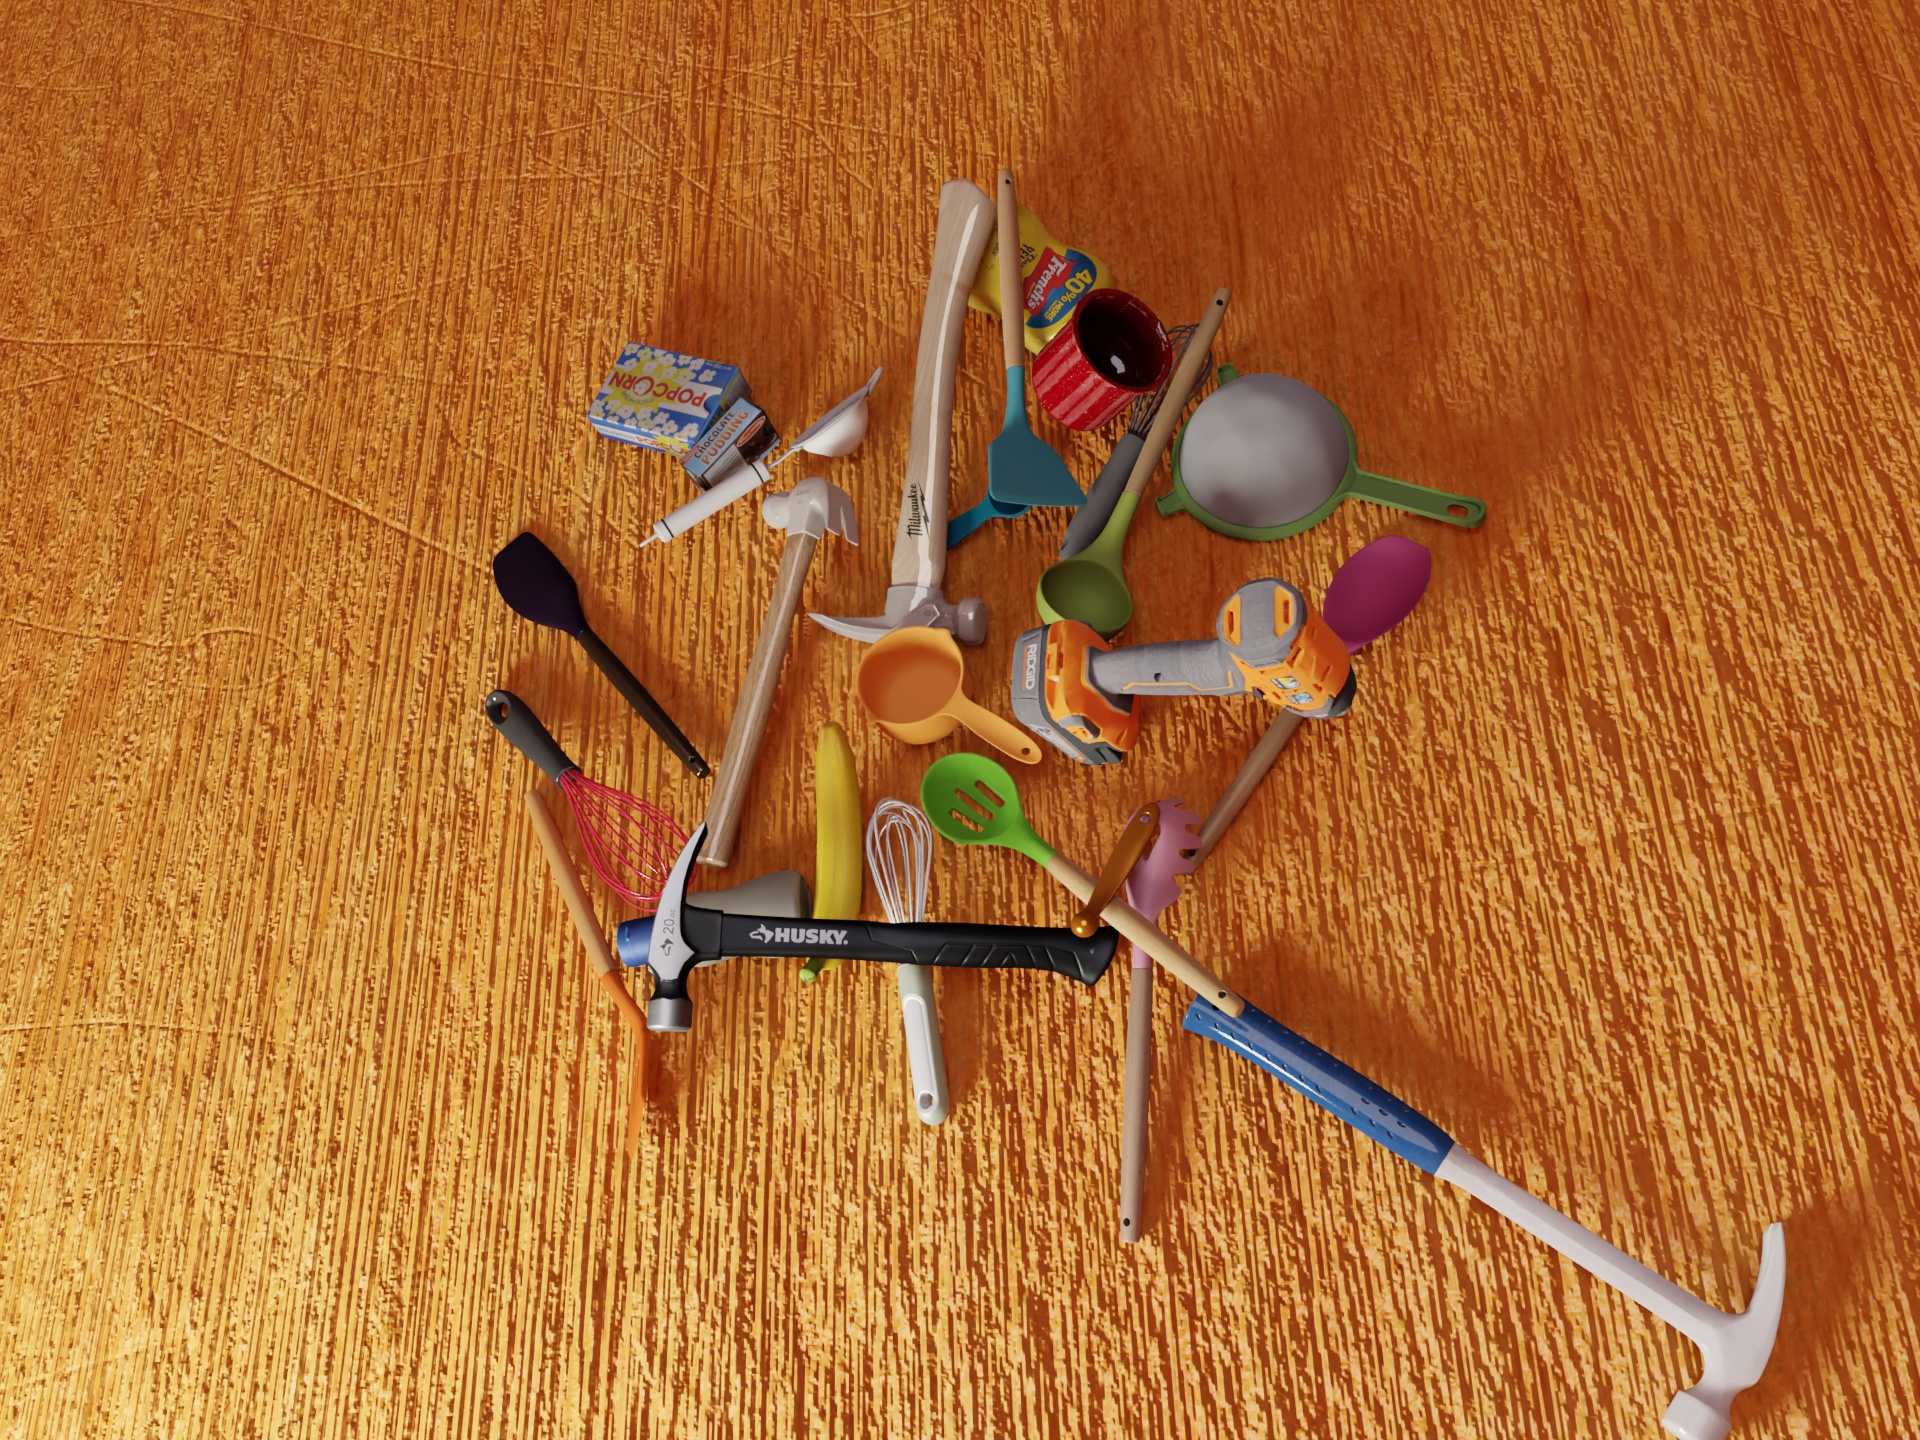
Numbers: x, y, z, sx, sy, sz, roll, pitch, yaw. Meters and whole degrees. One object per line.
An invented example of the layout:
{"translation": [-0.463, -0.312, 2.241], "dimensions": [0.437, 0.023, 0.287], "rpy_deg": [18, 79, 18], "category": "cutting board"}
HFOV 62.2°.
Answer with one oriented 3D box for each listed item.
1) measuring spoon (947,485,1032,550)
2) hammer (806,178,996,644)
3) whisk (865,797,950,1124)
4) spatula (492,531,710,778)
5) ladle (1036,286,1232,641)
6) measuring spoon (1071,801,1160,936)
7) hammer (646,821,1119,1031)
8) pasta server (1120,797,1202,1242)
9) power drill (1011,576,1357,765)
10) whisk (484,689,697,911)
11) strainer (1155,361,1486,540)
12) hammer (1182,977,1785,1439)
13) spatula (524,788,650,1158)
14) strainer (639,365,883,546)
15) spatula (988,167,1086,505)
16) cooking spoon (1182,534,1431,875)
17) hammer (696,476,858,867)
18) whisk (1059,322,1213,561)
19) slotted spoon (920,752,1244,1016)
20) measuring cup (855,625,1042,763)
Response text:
{"translation": [0.009, -0.163, 1.331], "dimensions": [0.128, 0.021, 0.042], "rpy_deg": [-34, 69, 7], "category": "measuring spoon"}
{"translation": [-0.032, -0.263, 1.336], "dimensions": [0.146, 0.038, 0.411], "rpy_deg": [2, 77, 16], "category": "hammer"}
{"translation": [-0.036, 0.174, 1.176], "dimensions": [0.058, 0.059, 0.246], "rpy_deg": [-19, 67, 25], "category": "whisk"}
{"translation": [-0.308, -0.055, 1.354], "dimensions": [0.060, 0.018, 0.316], "rpy_deg": [-43, 63, -6], "category": "spatula"}
{"translation": [0.149, -0.206, 1.263], "dimensions": [0.078, 0.062, 0.320], "rpy_deg": [25, 84, 1], "category": "ladle"}
{"translation": [0.111, 0.103, 1.129], "dimensions": [0.021, 0.011, 0.117], "rpy_deg": [20, 64, 29], "category": "measuring spoon"}
{"translation": [-0.052, 0.153, 1.140], "dimensions": [0.334, 0.035, 0.146], "rpy_deg": [3, 75, -5], "category": "hammer"}
{"translation": [0.132, 0.205, 1.129], "dimensions": [0.060, 0.040, 0.316], "rpy_deg": [-9, 69, 38], "category": "pasta server"}
{"translation": [0.170, -0.028, 1.156], "dimensions": [0.226, 0.164, 0.084], "rpy_deg": [-10, 63, 31], "category": "power drill"}
{"translation": [-0.304, 0.056, 1.279], "dimensions": [0.073, 0.073, 0.296], "rpy_deg": [-46, 56, -8], "category": "whisk"}
{"translation": [0.287, -0.207, 1.251], "dimensions": [0.256, 0.069, 0.151], "rpy_deg": [20, 73, 22], "category": "strainer"}
{"translation": [0.331, 0.289, 1.044], "dimensions": [0.406, 0.035, 0.144], "rpy_deg": [31, 77, 23], "category": "hammer"}
{"translation": [-0.289, 0.180, 1.231], "dimensions": [0.041, 0.081, 0.323], "rpy_deg": [-13, 54, -30], "category": "spatula"}
{"translation": [-0.163, -0.216, 1.364], "dimensions": [0.258, 0.087, 0.050], "rpy_deg": [-33, 106, -7], "category": "strainer"}
{"translation": [0.050, -0.321, 1.323], "dimensions": [0.082, 0.044, 0.318], "rpy_deg": [1, 76, -17], "category": "spatula"}
{"translation": [0.257, -0.014, 1.203], "dimensions": [0.069, 0.017, 0.319], "rpy_deg": [29, 76, 31], "category": "cooking spoon"}
{"translation": [-0.156, -0.043, 1.283], "dimensions": [0.130, 0.031, 0.331], "rpy_deg": [-5, 67, 54], "category": "hammer"}
{"translation": [0.145, -0.229, 1.309], "dimensions": [0.055, 0.055, 0.239], "rpy_deg": [26, 79, 22], "category": "whisk"}
{"translation": [0.084, 0.118, 1.151], "dimensions": [0.070, 0.031, 0.314], "rpy_deg": [-47, 53, -8], "category": "slotted spoon"}
{"translation": [-0.002, -0.004, 1.238], "dimensions": [0.174, 0.052, 0.095], "rpy_deg": [33, 76, 25], "category": "measuring cup"}
